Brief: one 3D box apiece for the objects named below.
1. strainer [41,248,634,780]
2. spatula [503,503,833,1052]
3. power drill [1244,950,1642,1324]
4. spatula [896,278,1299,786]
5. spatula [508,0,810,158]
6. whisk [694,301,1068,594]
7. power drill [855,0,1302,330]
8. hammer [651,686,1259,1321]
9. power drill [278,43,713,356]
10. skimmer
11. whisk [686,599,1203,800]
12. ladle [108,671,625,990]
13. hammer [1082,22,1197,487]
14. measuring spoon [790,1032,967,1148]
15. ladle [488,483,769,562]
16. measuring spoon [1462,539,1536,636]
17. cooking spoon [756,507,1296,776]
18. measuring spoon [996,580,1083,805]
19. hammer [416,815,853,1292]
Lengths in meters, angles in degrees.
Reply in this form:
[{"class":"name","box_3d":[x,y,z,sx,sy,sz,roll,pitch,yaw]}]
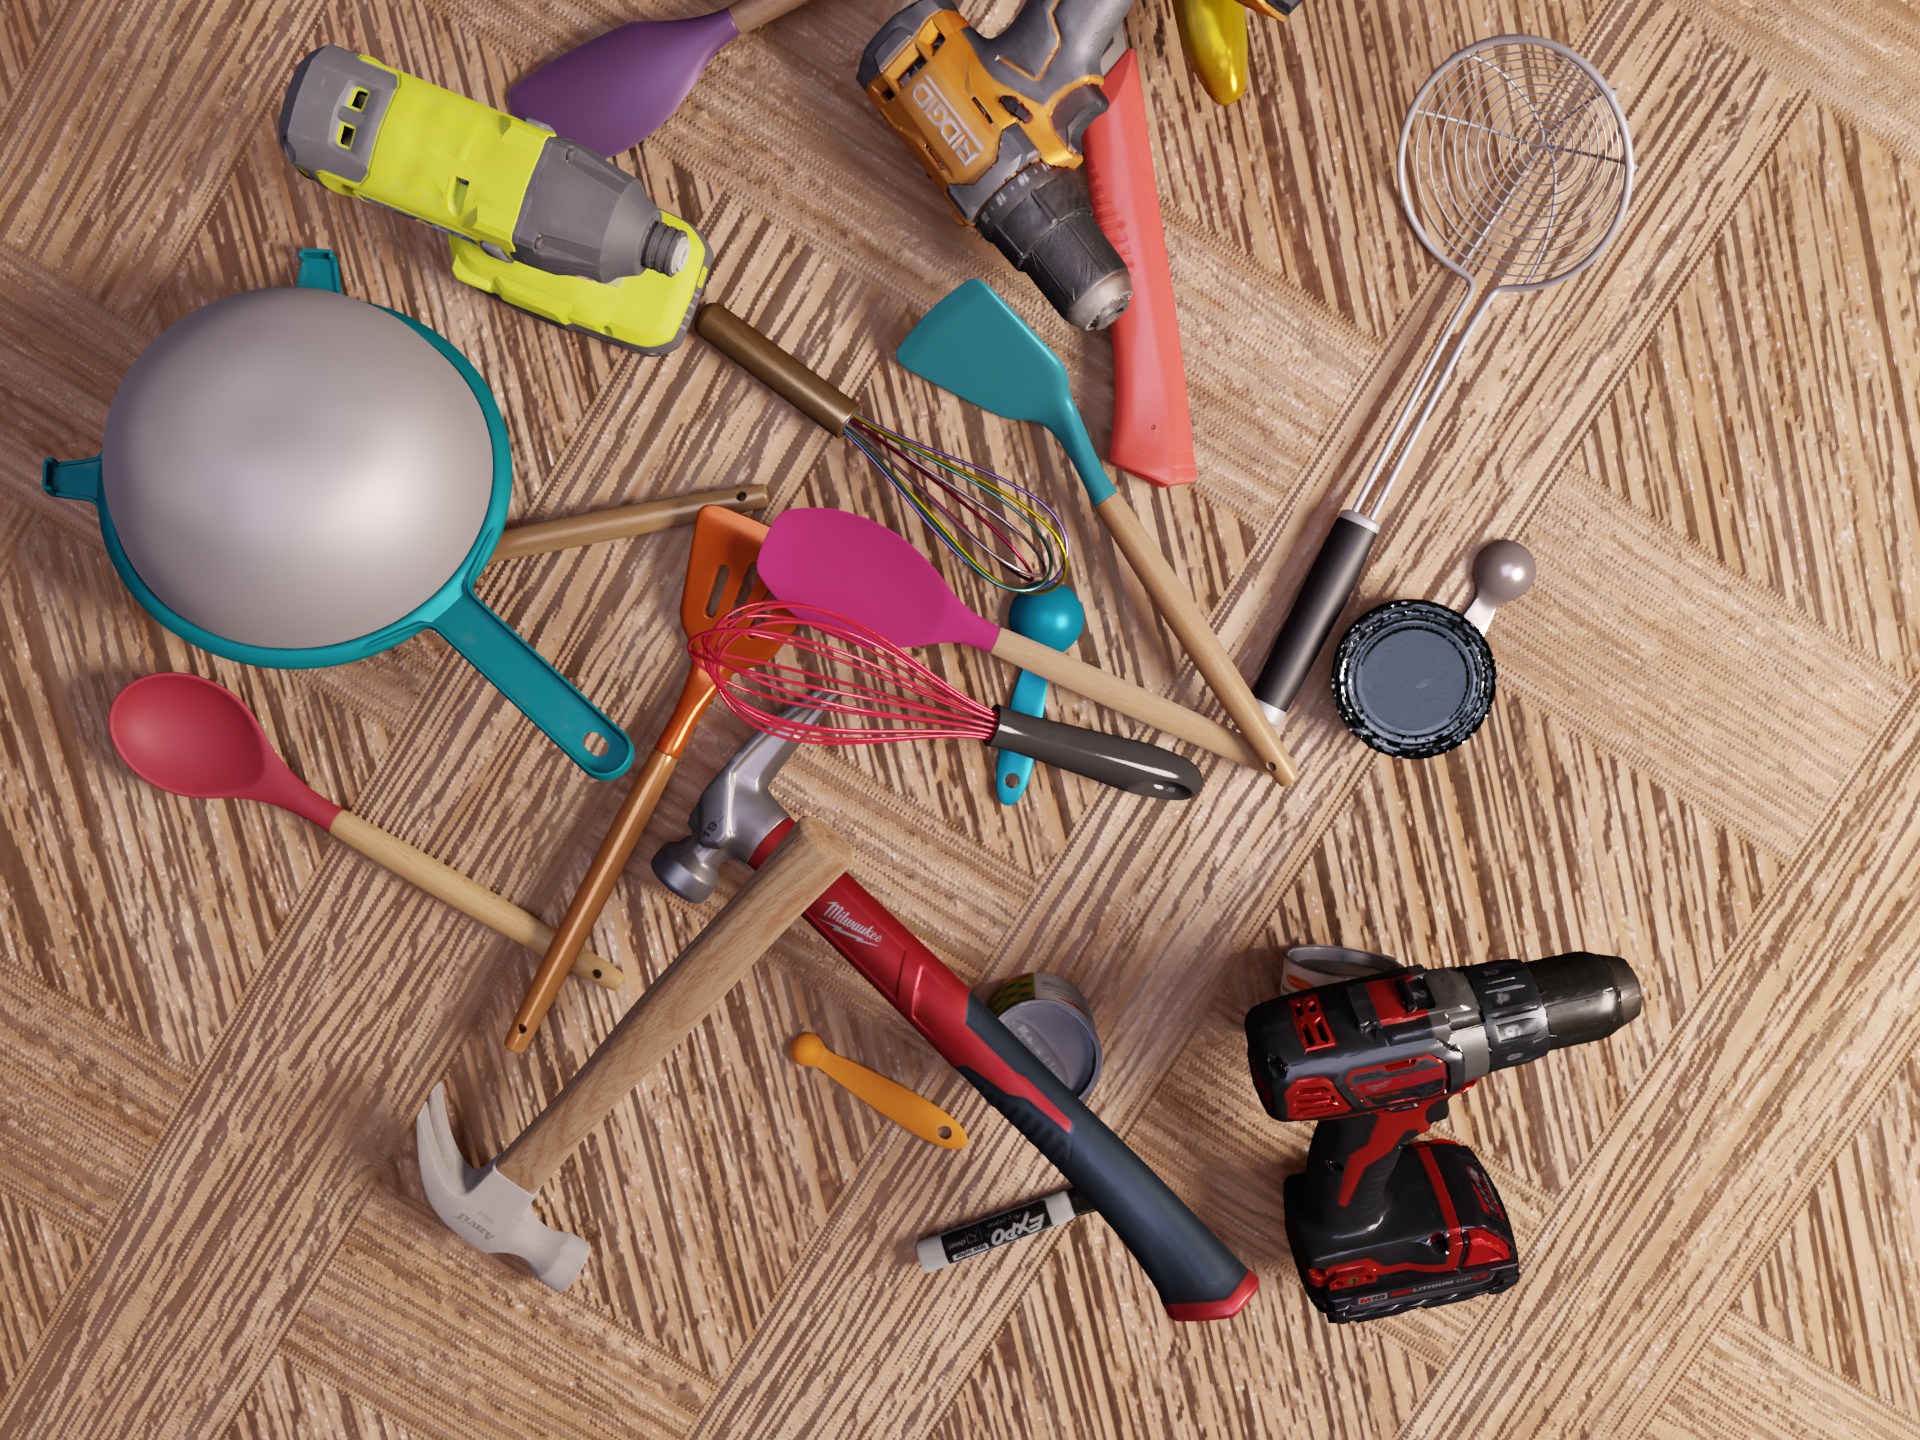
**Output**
[{"class":"strainer","box_3d":[-0.294,-0.096,0.795,0.340,0.095,0.211,42,75,7]},{"class":"spatula","box_3d":[-0.175,0.039,0.874,0.081,0.041,0.322,27,90,-3]},{"class":"power drill","box_3d":[0.247,0.207,0.819,0.188,0.080,0.226,-13,130,2]},{"class":"spatula","box_3d":[0.085,-0.093,0.854,0.044,0.082,0.317,-36,93,-40]},{"class":"spatula","box_3d":[-0.095,-0.377,0.835,0.316,0.018,0.060,-23,96,11]},{"class":"whisk","box_3d":[-0.045,-0.145,0.862,0.245,0.047,0.051,37,71,2]},{"class":"power drill","box_3d":[0.078,-0.321,0.774,0.226,0.084,0.185,-38,86,28]},{"class":"hammer","box_3d":[0.012,0.152,0.835,0.386,0.038,0.143,42,95,15]},{"class":"power drill","box_3d":[-0.198,-0.238,0.762,0.171,0.223,0.080,21,96,-2]},{"class":"skimmer","box_3d":[0.228,-0.166,0.834,0.127,0.090,0.363,30,99,30]},{"class":"whisk","box_3d":[-0.001,-0.003,0.844,0.295,0.073,0.073,16,96,-18]},{"class":"ladle","box_3d":[-0.327,0.069,0.893,0.315,0.031,0.069,31,97,-4]},{"class":"hammer","box_3d":[0.093,-0.305,0.849,0.149,0.037,0.359,-10,95,1]},{"class":"measuring spoon","box_3d":[-0.046,0.214,0.911,0.117,0.011,0.021,31,95,-3]},{"class":"ladle","box_3d":[-0.263,-0.095,0.862,0.320,0.062,0.078,-11,85,-1]},{"class":"measuring spoon","box_3d":[0.281,-0.043,0.881,0.034,0.018,0.124,27,96,-2]},{"class":"cooking spoon","box_3d":[0.041,-0.034,0.863,0.318,0.017,0.068,24,112,-9]},{"class":"measuring spoon","box_3d":[0.039,-0.014,0.883,0.042,0.021,0.128,12,94,-1]},{"class":"hammer","box_3d":[-0.175,0.172,0.853,0.130,0.031,0.331,38,108,-13]}]
